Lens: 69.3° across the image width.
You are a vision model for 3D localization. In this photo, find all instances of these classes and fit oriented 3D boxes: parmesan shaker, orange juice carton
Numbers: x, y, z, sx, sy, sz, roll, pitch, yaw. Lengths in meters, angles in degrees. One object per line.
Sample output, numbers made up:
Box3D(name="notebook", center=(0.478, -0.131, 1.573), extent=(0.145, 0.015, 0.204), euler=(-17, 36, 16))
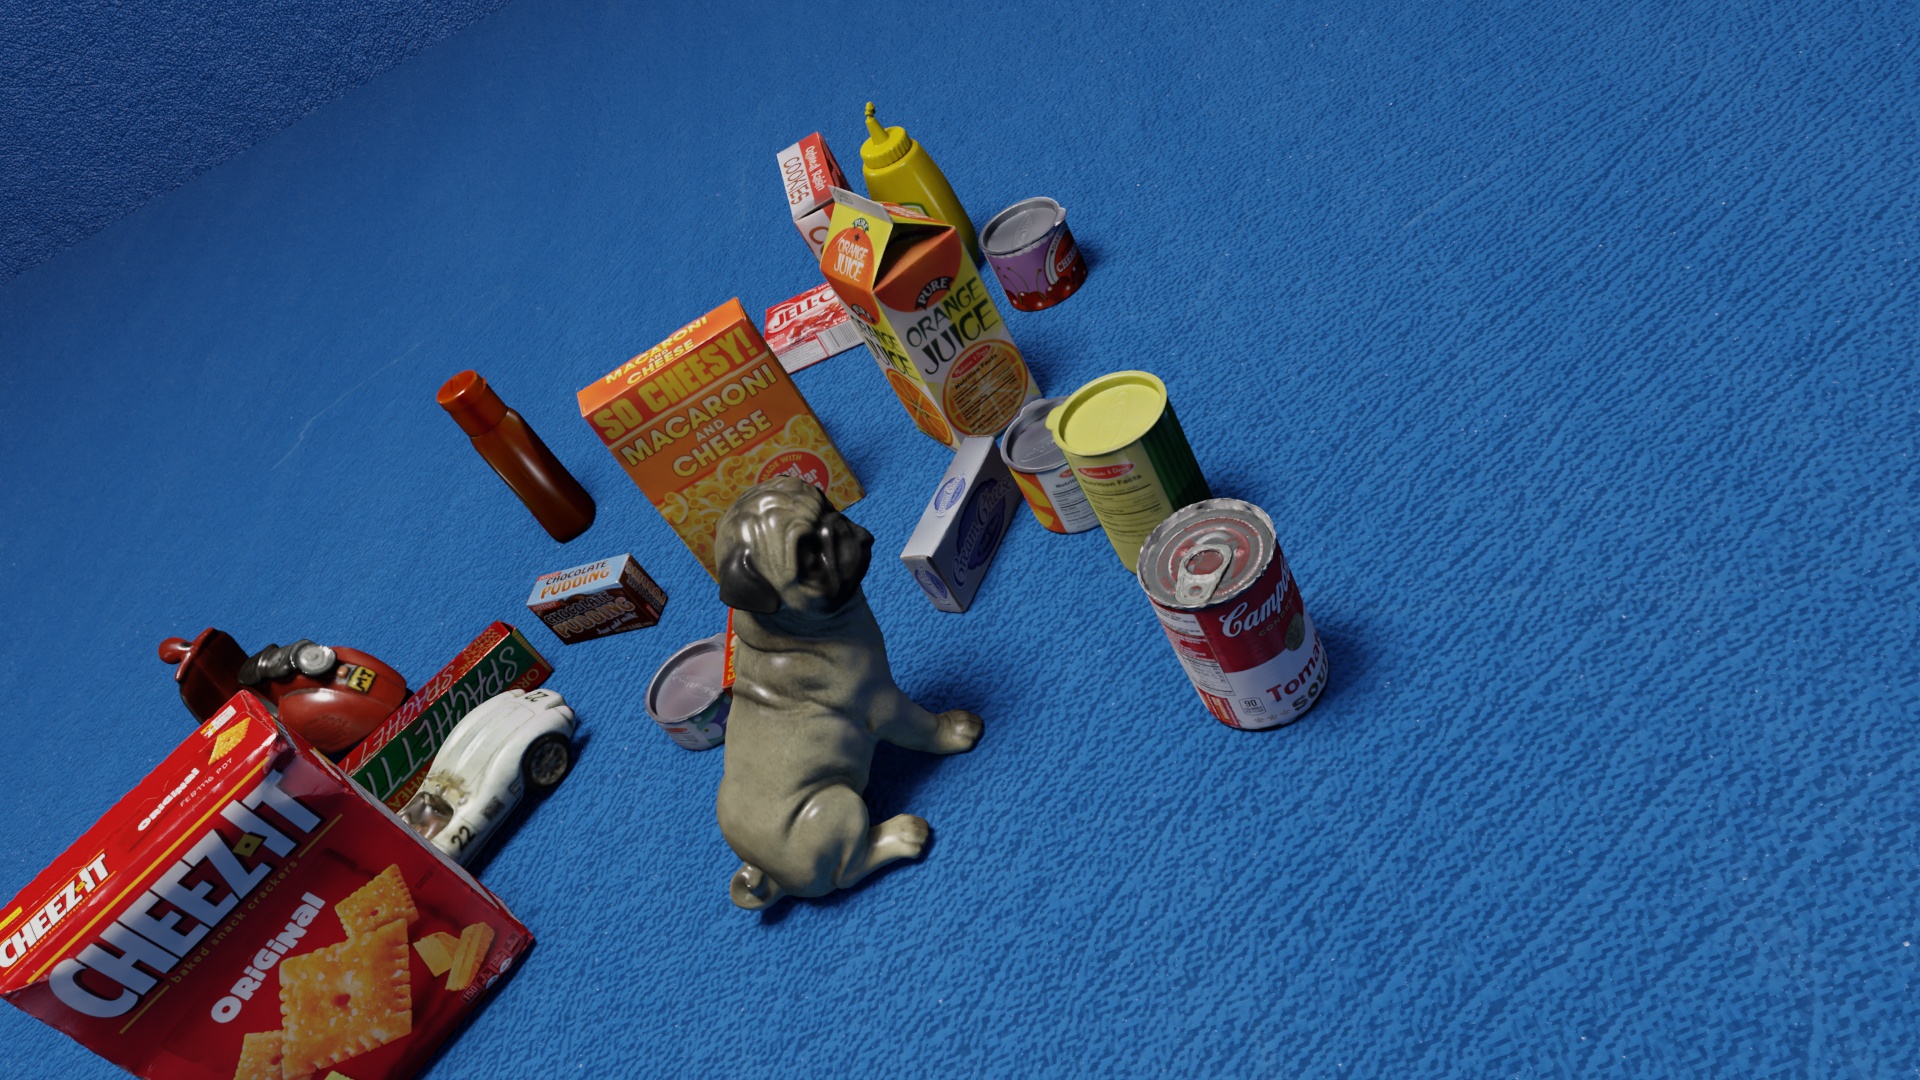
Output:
Box3D(name="parmesan shaker", center=(0.099, -0.036, 0.786), extent=(0.071, 0.102, 0.072), euler=(-19, 40, 17))
Box3D(name="orange juice carton", center=(-0.026, -0.152, 0.925), extent=(0.073, 0.192, 0.072), euler=(-41, 39, -11))

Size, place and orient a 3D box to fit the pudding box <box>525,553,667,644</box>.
Box3D(name="pudding box", center=(-0.258, 0.042, 0.984), extent=(0.083, 0.049, 0.030), euler=(-13, 42, 22))

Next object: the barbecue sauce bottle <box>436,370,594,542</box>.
Box3D(name="barbecue sauce bottle", center=(-0.345, -0.067, 1.082), extent=(0.044, 0.148, 0.065), euler=(-34, 38, -3))

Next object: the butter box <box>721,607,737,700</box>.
Box3D(name="butter box", center=(-0.123, 0.065, 0.865), extent=(0.024, 0.053, 0.104), euler=(-21, 39, 14))

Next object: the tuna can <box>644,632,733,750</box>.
Box3D(name="tuna can", center=(-0.160, 0.095, 0.875), extent=(0.071, 0.032, 0.071), euler=(-18, 40, 16))

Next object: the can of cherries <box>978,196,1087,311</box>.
Box3D(name="can of cherries", center=(0.057, -0.215, 1.046), extent=(0.071, 0.058, 0.072), euler=(-19, 40, 16))

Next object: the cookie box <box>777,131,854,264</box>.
Box3D(name="cookie box", center=(-0.074, -0.206, 1.036), extent=(0.040, 0.166, 0.123), euler=(-27, 38, 6))

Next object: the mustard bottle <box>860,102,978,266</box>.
Box3D(name="mustard bottle", center=(-0.041, -0.272, 1.091), extent=(0.065, 0.159, 0.049), euler=(-6, 45, 29))

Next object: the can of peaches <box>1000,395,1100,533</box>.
Box3D(name="can of peaches", center=(0.066, -0.048, 0.858), extent=(0.071, 0.058, 0.071), euler=(-19, 40, 16))

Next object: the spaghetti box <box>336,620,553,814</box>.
Box3D(name="spaghetti box", center=(-0.389, 0.157, 0.946), extent=(0.251, 0.050, 0.029), euler=(-45, 40, -17))

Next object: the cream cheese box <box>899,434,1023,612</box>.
Box3D(name="cream cheese box", center=(0.003, -0.011, 0.864), extent=(0.024, 0.053, 0.104), euler=(1, 48, 35))

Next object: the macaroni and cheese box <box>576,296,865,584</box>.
Box3D(name="macaroni and cheese box", center=(-0.159, -0.064, 0.939), extent=(0.124, 0.165, 0.040), euler=(-32, 38, 1))
